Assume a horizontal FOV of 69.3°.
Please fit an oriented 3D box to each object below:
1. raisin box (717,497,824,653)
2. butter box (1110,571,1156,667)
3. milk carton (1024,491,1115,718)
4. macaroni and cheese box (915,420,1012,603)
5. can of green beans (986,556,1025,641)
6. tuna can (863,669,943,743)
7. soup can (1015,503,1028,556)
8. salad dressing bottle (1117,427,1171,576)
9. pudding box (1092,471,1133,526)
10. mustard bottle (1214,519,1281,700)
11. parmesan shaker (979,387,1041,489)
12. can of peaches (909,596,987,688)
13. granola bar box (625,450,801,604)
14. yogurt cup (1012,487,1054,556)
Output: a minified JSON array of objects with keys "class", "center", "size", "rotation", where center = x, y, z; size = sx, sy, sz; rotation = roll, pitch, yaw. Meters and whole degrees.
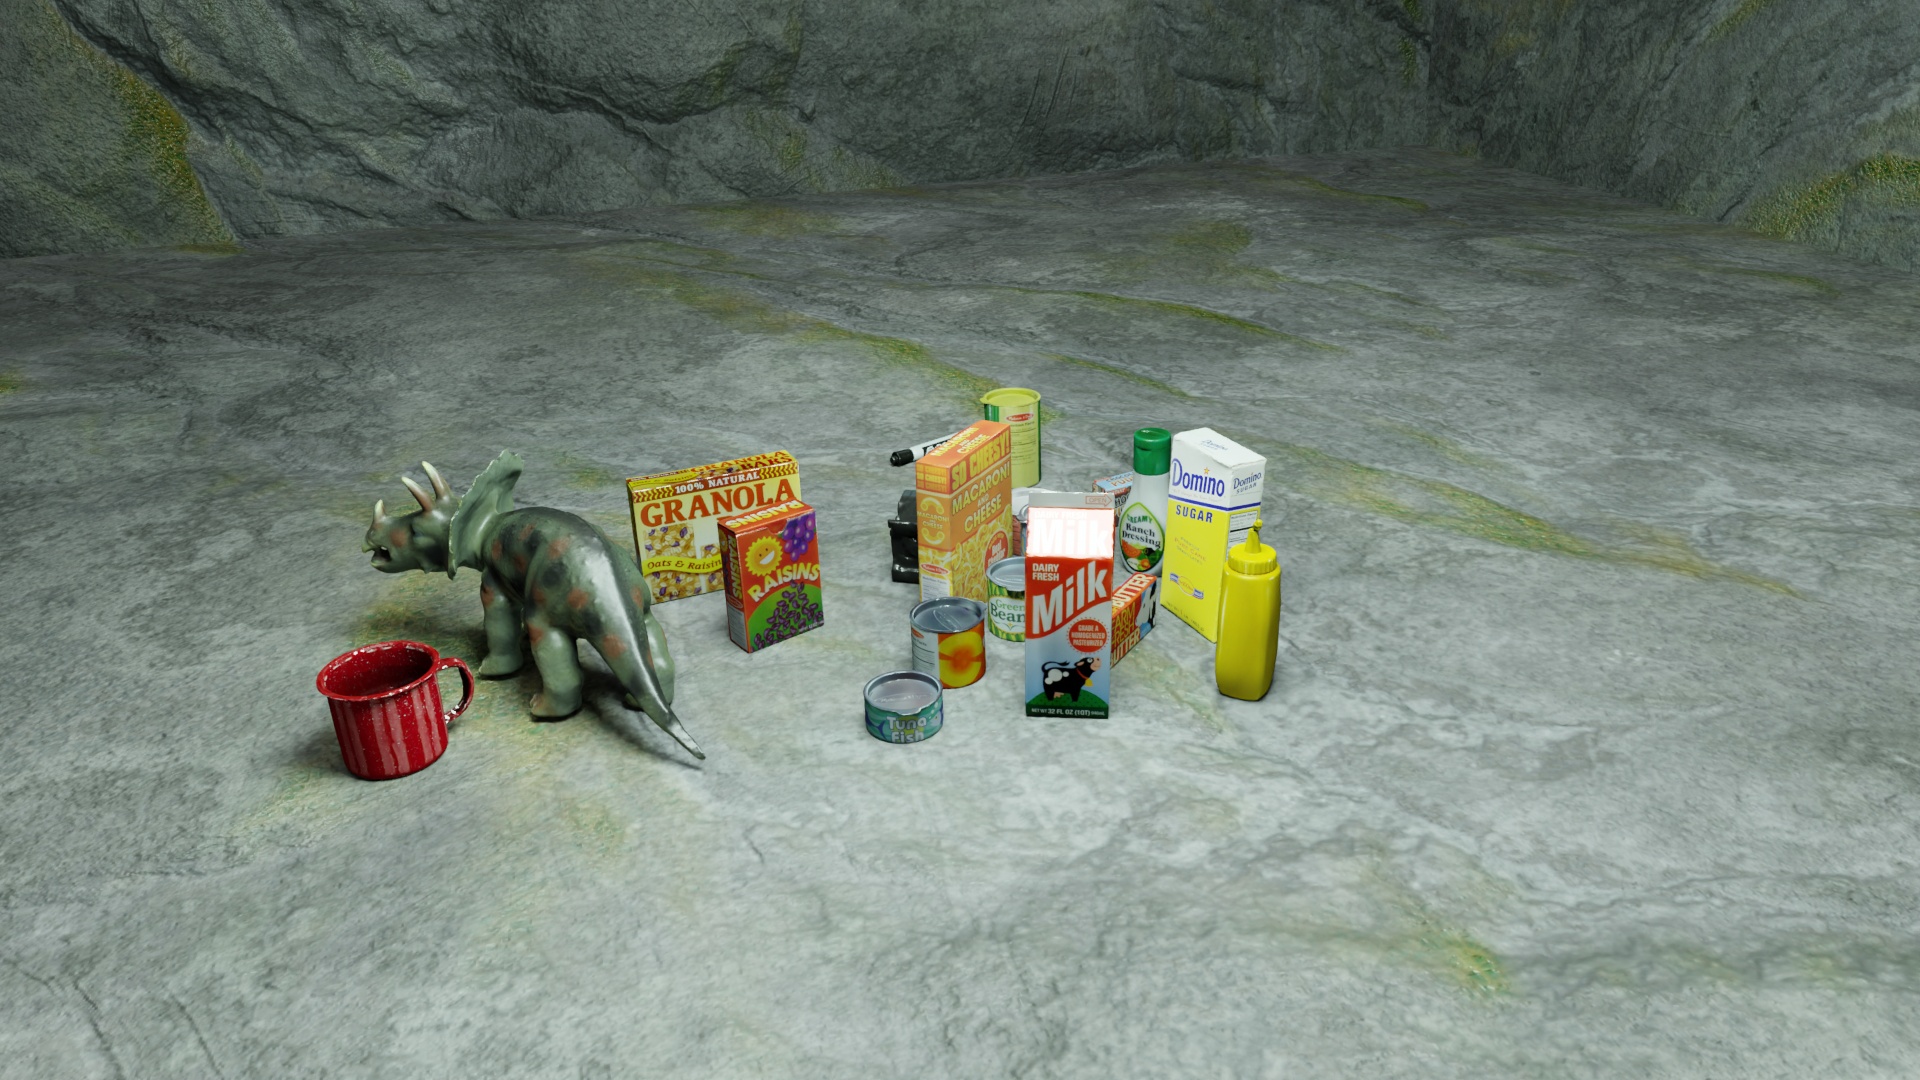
[{"class":"raisin box","center":[-0.174,0.032,1.282],"size":[0.086,0.122,0.040],"rotation":[-20,30,-34]},{"class":"butter box","center":[0.145,0.073,1.255],"size":[0.024,0.053,0.104],"rotation":[13,29,30]},{"class":"milk carton","center":[0.091,0.047,1.150],"size":[0.072,0.189,0.074],"rotation":[1,25,6]},{"class":"macaroni and cheese box","center":[0.005,-0.017,1.323],"size":[0.040,0.165,0.124],"rotation":[11,28,27]},{"class":"can of green beans","center":[0.058,0.054,1.295],"size":[0.071,0.057,0.071],"rotation":[-1,25,1]},{"class":"tuna can","center":[-0.046,0.138,1.149],"size":[0.071,0.032,0.071],"rotation":[-1,25,1]},{"class":"soup can","center":[0.089,0.010,1.358],"size":[0.071,0.083,0.071],"rotation":[-1,25,1]},{"class":"salad dressing bottle","center":[0.188,-0.038,1.379],"size":[0.064,0.147,0.044],"rotation":[17,30,35]},{"class":"pudding box","center":[0.185,-0.048,1.517],"size":[0.084,0.049,0.030],"rotation":[-14,27,-25]},{"class":"mustard bottle","center":[0.242,0.053,1.163],"size":[0.049,0.159,0.065],"rotation":[9,27,22]},{"class":"parmesan shaker","center":[0.058,-0.119,1.616],"size":[0.071,0.102,0.071],"rotation":[-2,24,1]},{"class":"can of peaches","center":[-0.008,0.089,1.224],"size":[0.071,0.057,0.071],"rotation":[-1,25,1]},{"class":"granola bar box","center":[-0.242,-0.014,1.385],"size":[0.166,0.123,0.039],"rotation":[-12,26,-21]},{"class":"yogurt cup","center":[0.074,-0.018,1.454],"size":[0.072,0.053,0.073],"rotation":[-1,25,1]}]
